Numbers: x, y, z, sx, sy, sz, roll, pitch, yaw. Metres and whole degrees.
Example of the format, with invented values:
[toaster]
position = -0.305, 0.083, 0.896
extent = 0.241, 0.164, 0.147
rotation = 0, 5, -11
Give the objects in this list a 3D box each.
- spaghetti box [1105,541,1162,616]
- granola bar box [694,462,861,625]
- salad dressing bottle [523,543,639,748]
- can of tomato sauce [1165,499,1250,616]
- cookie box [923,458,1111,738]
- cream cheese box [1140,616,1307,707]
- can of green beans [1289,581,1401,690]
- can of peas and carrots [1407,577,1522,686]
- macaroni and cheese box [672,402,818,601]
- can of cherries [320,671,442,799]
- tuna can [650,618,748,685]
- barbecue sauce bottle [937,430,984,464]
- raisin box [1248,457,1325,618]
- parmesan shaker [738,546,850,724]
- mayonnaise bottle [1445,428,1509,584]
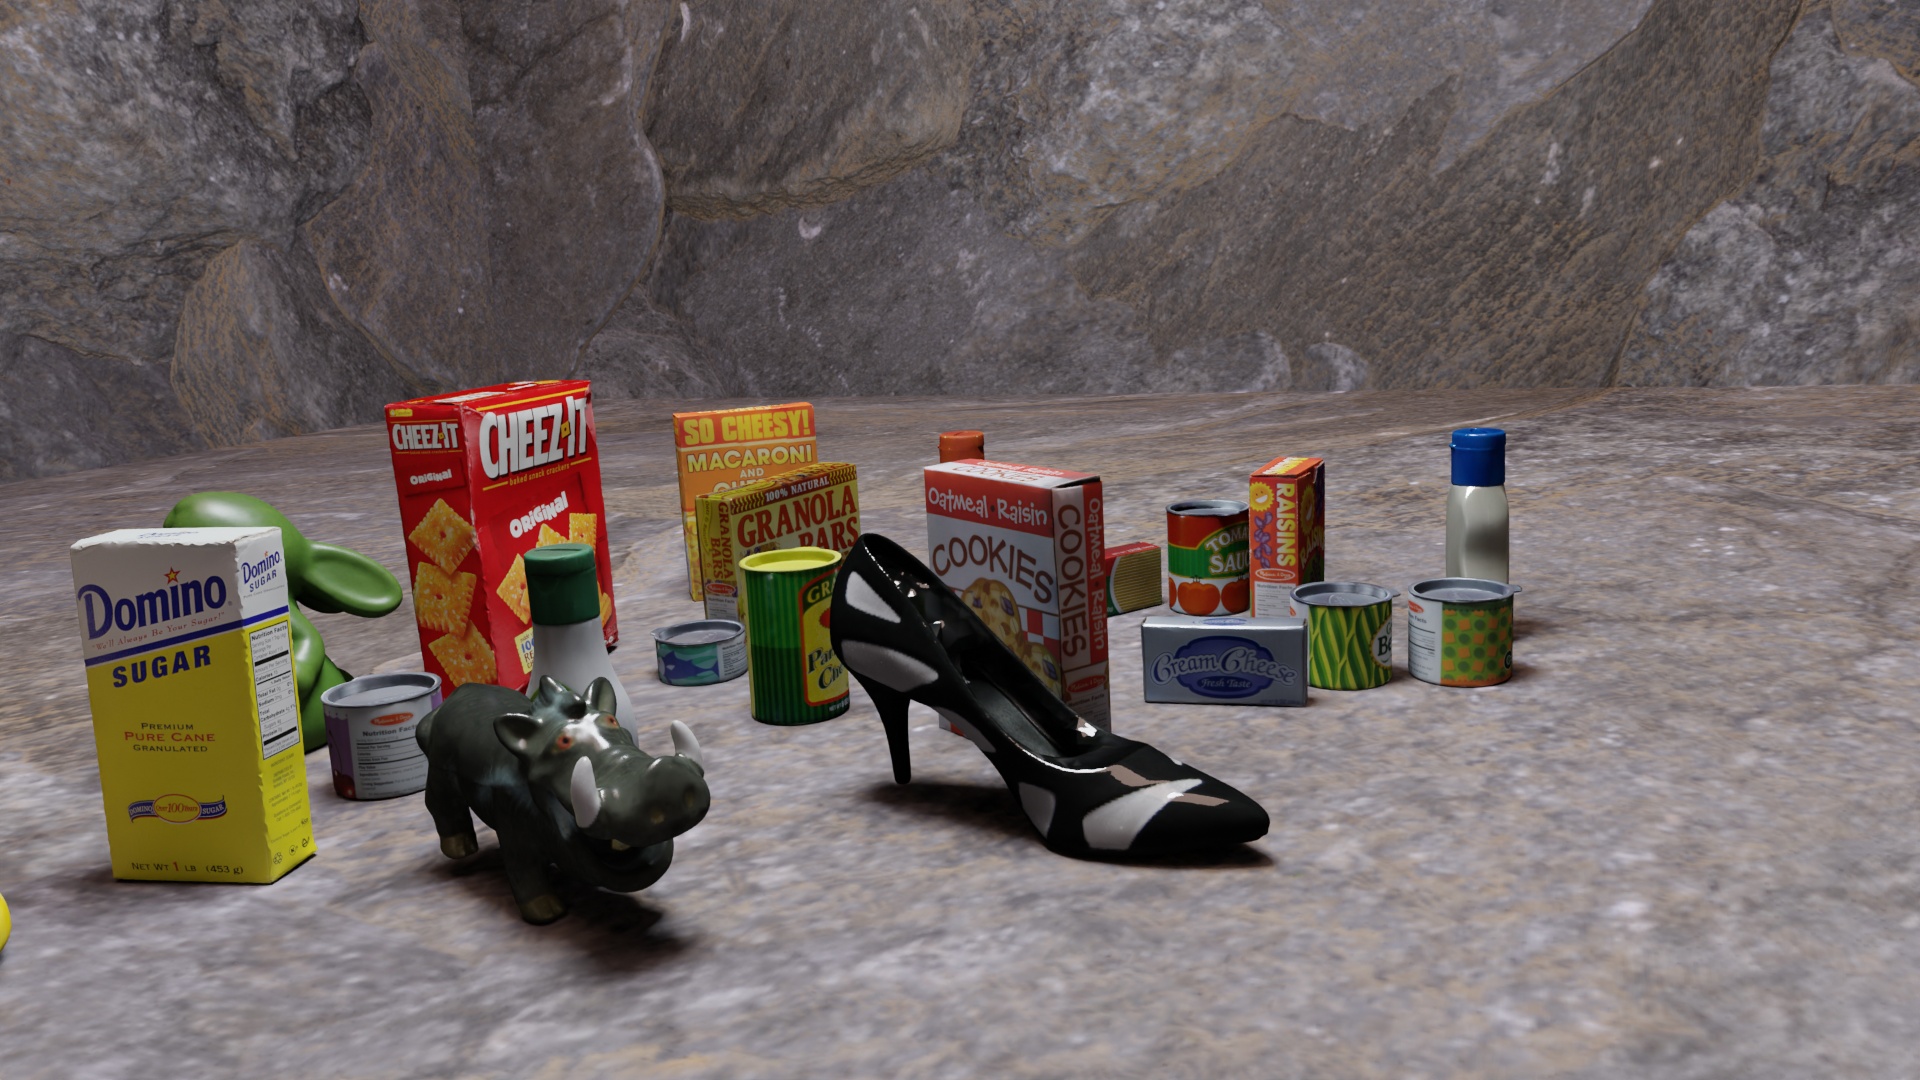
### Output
[spaghetti box]
position = 0.054, 0.046, 1.076
extent = 0.251, 0.050, 0.028
rotation = -11, 13, -32
[granola bar box]
position = -0.141, 0.011, 1.114
extent = 0.039, 0.124, 0.166
rotation = 3, 13, 30
[salad dressing bottle]
position = -0.211, 0.077, 0.755
extent = 0.064, 0.147, 0.044
rotation = -1, 11, 14
[can of tomato sauce]
position = 0.200, 0.013, 1.113
extent = 0.071, 0.083, 0.071
rotation = -3, 11, 1
[cookie box]
position = 0.033, 0.040, 0.818
extent = 0.040, 0.167, 0.123
rotation = -11, 14, -35
[cream cheese box]
position = 0.168, 0.077, 0.886
extent = 0.104, 0.053, 0.024
rotation = 0, 12, 15
[can of green beans]
position = 0.253, 0.062, 0.922
extent = 0.071, 0.057, 0.071
rotation = -3, 11, 1
[can of peas and carrots]
position = 0.331, 0.059, 0.914
extent = 0.071, 0.058, 0.071
rotation = -3, 11, 1
[macaroni and cheese box]
position = -0.190, -0.036, 1.253
extent = 0.124, 0.166, 0.040
rotation = -7, 12, -17
[can of cherries]
position = -0.341, 0.115, 0.827
extent = 0.071, 0.058, 0.071
rotation = -3, 11, 1
[tuna can]
position = -0.191, 0.081, 1.012
extent = 0.071, 0.032, 0.071
rotation = -3, 11, 1
[barbecue sauce bottle]
position = 0.004, -0.014, 1.137
extent = 0.043, 0.148, 0.065
rotation = 0, 12, 17
[raisin box]
position = 0.247, 0.004, 1.046
extent = 0.040, 0.123, 0.086
rotation = 3, 13, 28
[parmesan shaker]
position = -0.107, 0.061, 0.912
extent = 0.071, 0.103, 0.071
rotation = -3, 11, 1
[mayonnaise bottle]
position = 0.371, -0.005, 0.995
extent = 0.041, 0.147, 0.065
rotation = -2, 11, 6
